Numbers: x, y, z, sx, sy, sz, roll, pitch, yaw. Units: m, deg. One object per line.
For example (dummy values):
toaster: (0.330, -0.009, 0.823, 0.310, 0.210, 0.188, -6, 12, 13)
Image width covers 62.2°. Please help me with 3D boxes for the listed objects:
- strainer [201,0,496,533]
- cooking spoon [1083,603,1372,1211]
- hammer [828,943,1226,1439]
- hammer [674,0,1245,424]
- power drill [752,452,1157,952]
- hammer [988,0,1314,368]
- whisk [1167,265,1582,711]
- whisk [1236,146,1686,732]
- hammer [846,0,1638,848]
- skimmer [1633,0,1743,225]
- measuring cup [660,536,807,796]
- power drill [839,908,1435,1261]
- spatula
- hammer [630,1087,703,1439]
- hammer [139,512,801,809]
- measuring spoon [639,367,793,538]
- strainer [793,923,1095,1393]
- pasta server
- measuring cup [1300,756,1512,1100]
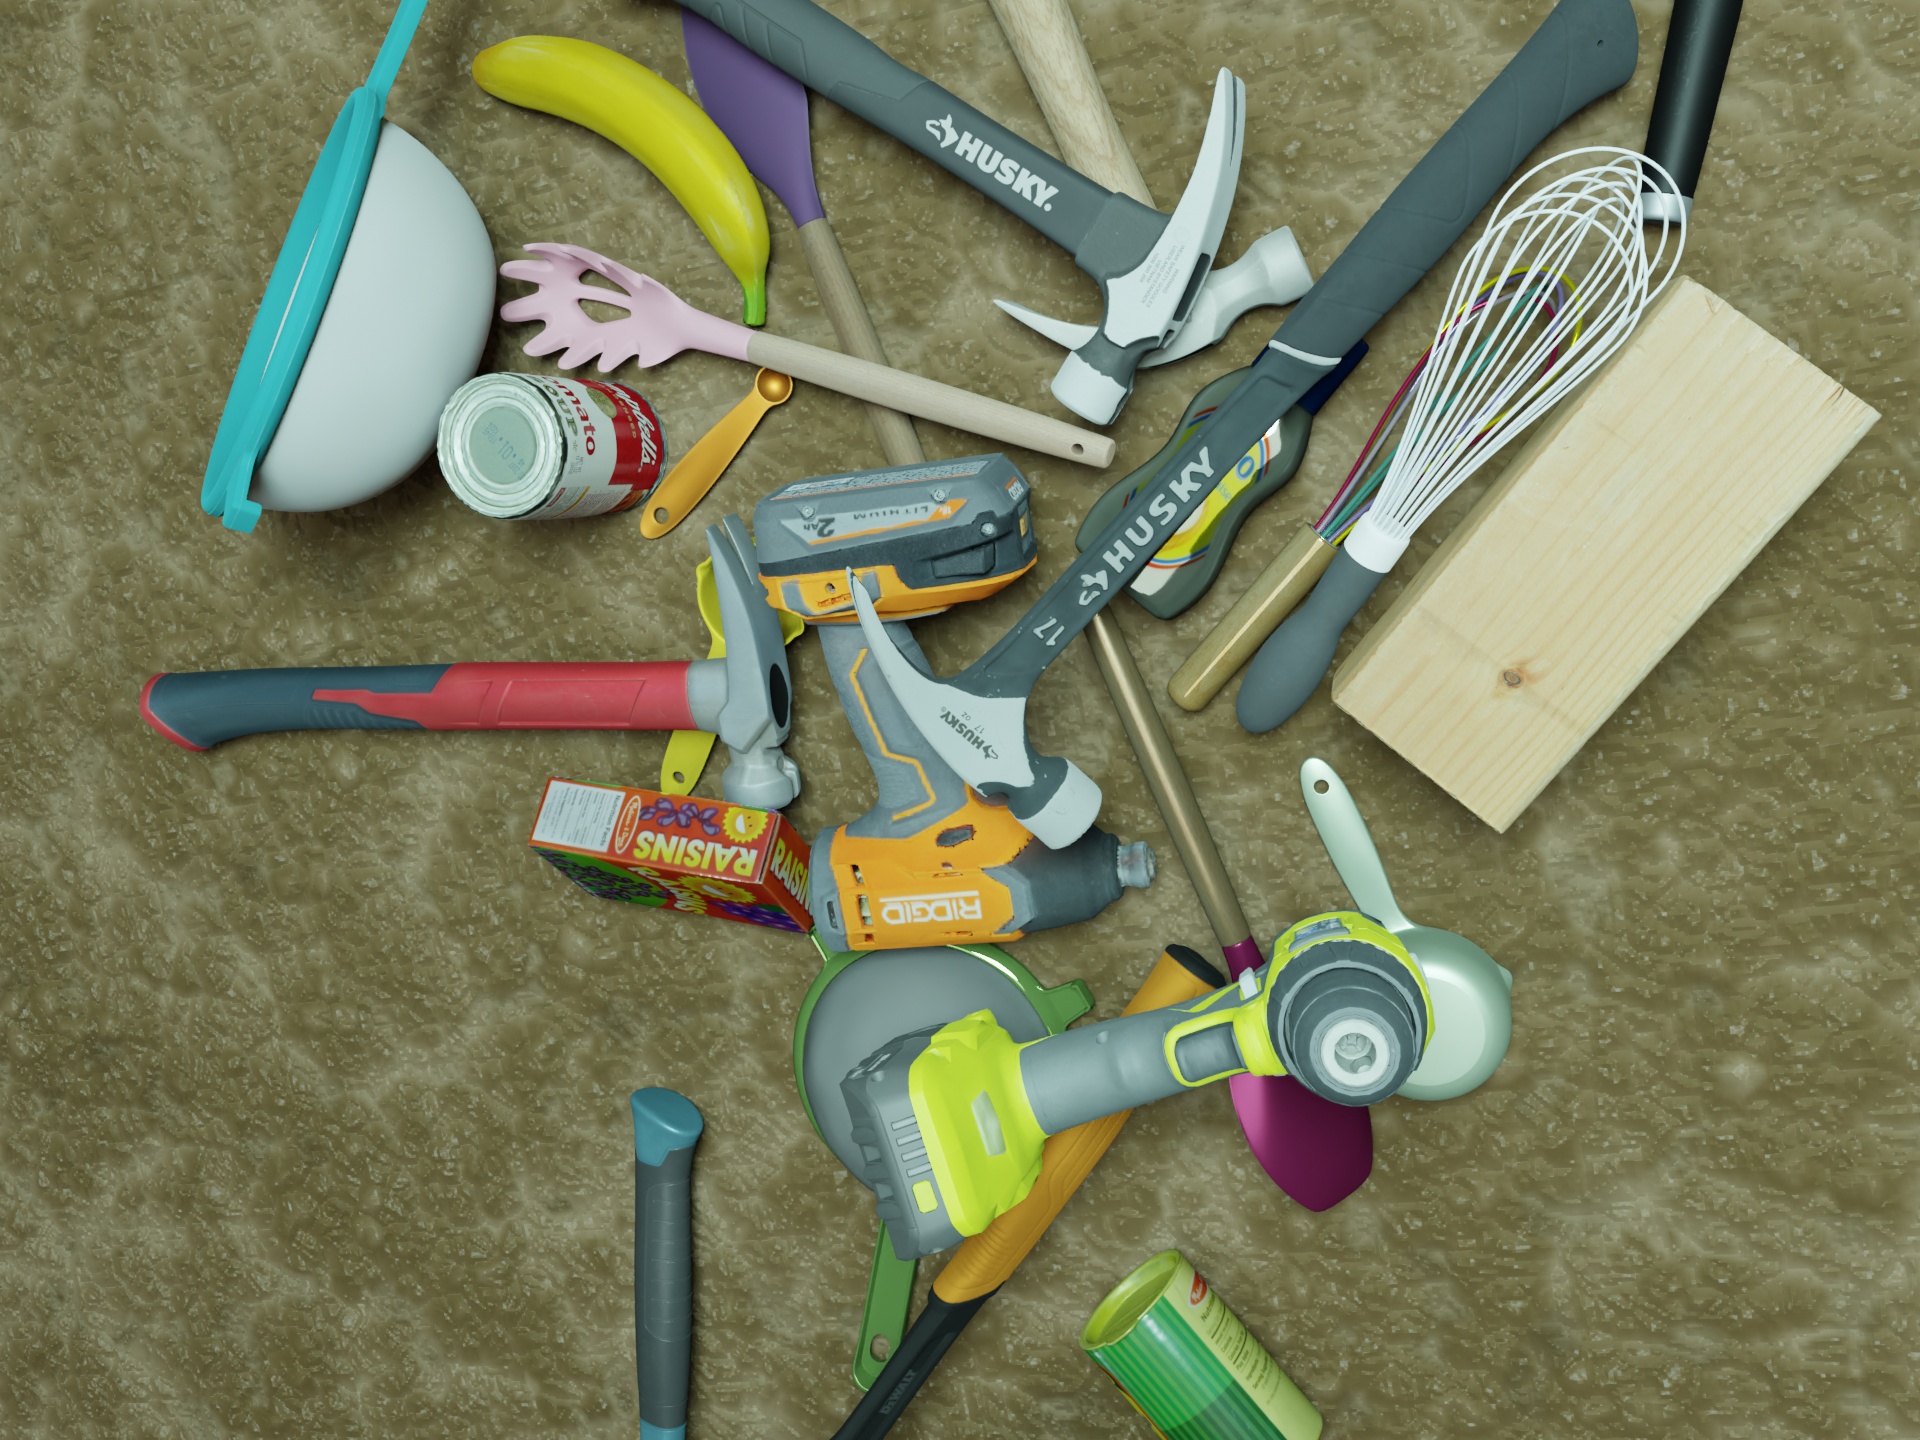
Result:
strainer: (-0.256, -0.241, 0.758, 0.095, 0.211, 0.340, 22, 96, -30)
cooking spoon: (0.116, 0.078, 0.729, 0.069, 0.017, 0.319, -26, 95, -25)
hammer: (0.011, 0.245, 0.750, 0.337, 0.127, 0.034, -54, 38, 2)
hammer: (-0.030, -0.281, 0.698, 0.335, 0.035, 0.146, 37, 112, 13)
power drill: (-0.001, -0.002, 0.734, 0.164, 0.084, 0.226, -5, 108, 13)
hammer: (0.031, -0.312, 0.707, 0.130, 0.031, 0.331, -24, 91, 18)
whisk: (0.176, -0.095, 0.696, 0.047, 0.051, 0.245, 40, 110, 1)
whisk: (0.187, -0.097, 0.642, 0.070, 0.070, 0.284, 34, 127, 8)
hammer: (0.123, -0.139, 0.650, 0.149, 0.036, 0.409, 41, 94, -21)
skimmer: (0.286, -0.378, 0.592, 0.127, 0.090, 0.363, 22, 110, 45)
measuring cup: (-0.118, -0.024, 0.807, 0.062, 0.029, 0.156, 30, 118, 7)
power drill: (0.075, 0.139, 0.632, 0.228, 0.190, 0.080, -20, 85, 11)
spatula: (-0.063, -0.211, 0.758, 0.060, 0.018, 0.316, -21, 93, 36)
hammer: (-0.160, 0.364, 0.861, 0.128, 0.033, 0.331, 5, 96, 35)
hammer: (-0.270, -0.027, 0.822, 0.386, 0.038, 0.143, 0, 111, 20)
measuring spoon: (-0.122, -0.133, 0.795, 0.021, 0.011, 0.117, 47, 112, 2)
strainer: (-0.032, 0.232, 0.795, 0.151, 0.069, 0.256, 13, 101, 14)
pasta server: (-0.077, -0.166, 0.744, 0.316, 0.040, 0.060, 20, 122, 19)
measuring cup: (0.193, 0.095, 0.722, 0.083, 0.038, 0.167, -25, 94, 18)
